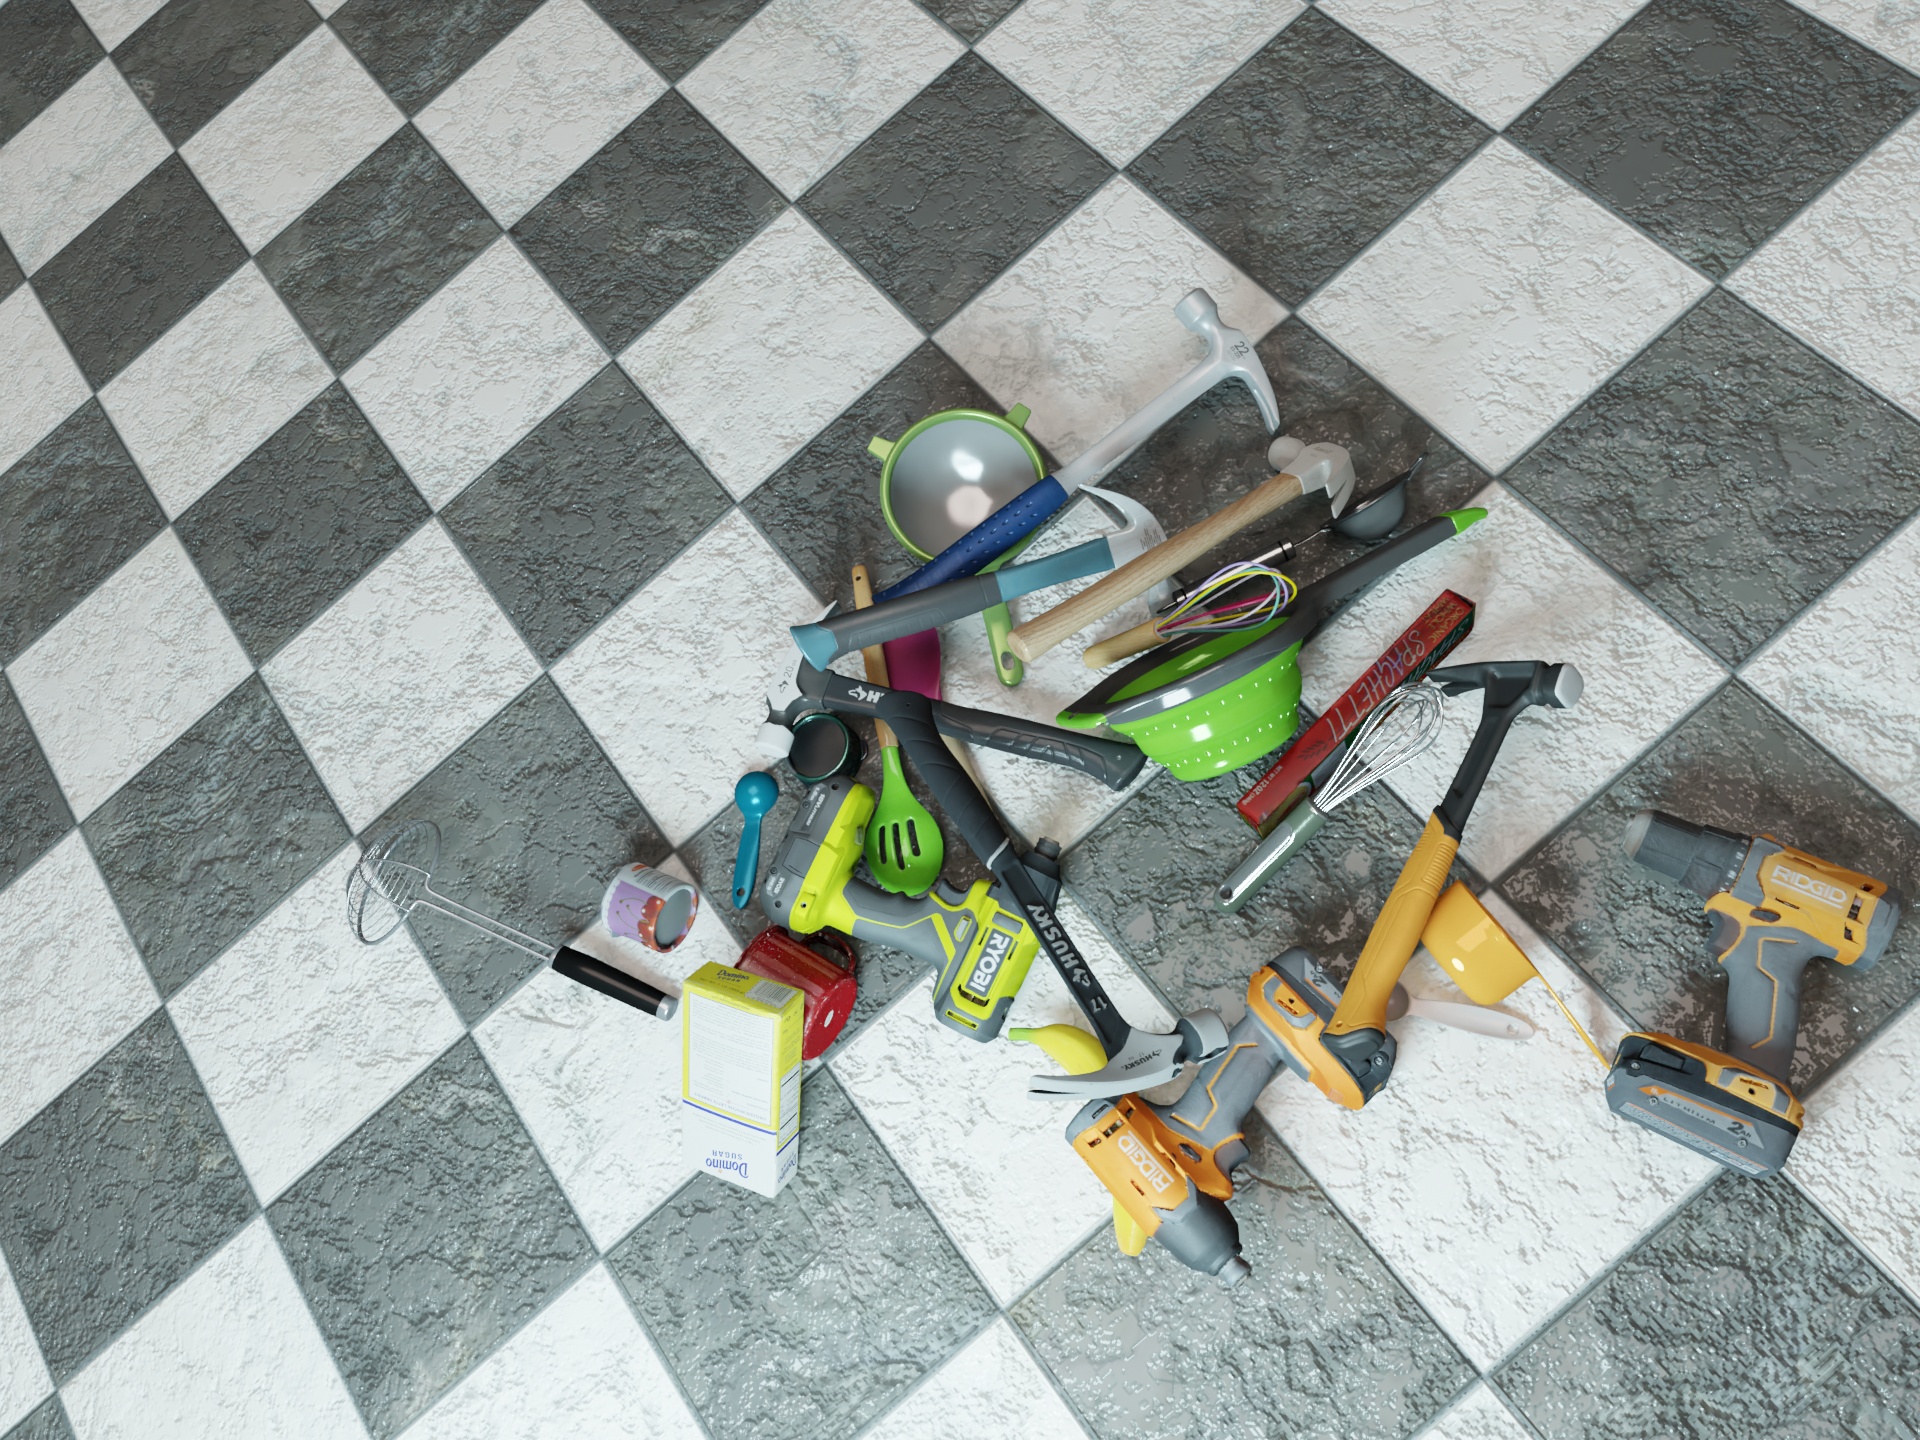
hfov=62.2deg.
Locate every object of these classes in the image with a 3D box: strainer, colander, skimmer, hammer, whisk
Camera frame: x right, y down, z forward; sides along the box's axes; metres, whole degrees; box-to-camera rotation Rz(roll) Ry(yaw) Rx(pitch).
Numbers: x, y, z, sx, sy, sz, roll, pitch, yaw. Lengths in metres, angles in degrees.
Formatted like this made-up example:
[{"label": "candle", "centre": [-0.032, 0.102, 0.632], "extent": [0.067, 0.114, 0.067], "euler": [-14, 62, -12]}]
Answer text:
[{"label": "strainer", "centre": [0.283, -0.146, 1.338], "extent": [0.258, 0.087, 0.050], "euler": [-26, 95, 7]}, {"label": "colander", "centre": [0.275, -0.052, 1.290], "extent": [0.397, 0.204, 0.094], "euler": [-28, 98, -11]}, {"label": "skimmer", "centre": [-0.411, 0.197, 1.459], "extent": [0.363, 0.090, 0.127], "euler": [22, 75, 14]}, {"label": "hammer", "centre": [0.345, 0.097, 1.180], "extent": [0.127, 0.034, 0.337], "euler": [1, 55, 56]}, {"label": "hammer", "centre": [-0.002, -0.004, 1.372], "extent": [0.335, 0.035, 0.146], "euler": [14, 71, 14]}, {"label": "hammer", "centre": [0.184, -0.140, 1.307], "extent": [0.331, 0.031, 0.130], "euler": [-31, 27, -12]}, {"label": "whisk", "centre": [0.283, 0.063, 1.237], "extent": [0.246, 0.059, 0.058], "euler": [-49, 45, 19]}, {"label": "hammer", "centre": [0.034, 0.120, 1.229], "extent": [0.149, 0.036, 0.409], "euler": [-18, 51, -21]}, {"label": "strainer", "centre": [0.016, -0.152, 1.440], "extent": [0.151, 0.069, 0.256], "euler": [-14, 83, -2]}, {"label": "whisk", "centre": [0.181, -0.077, 1.290], "extent": [0.245, 0.047, 0.051], "euler": [-22, 77, 55]}, {"label": "hammer", "centre": [0.019, -0.108, 1.351], "extent": [0.331, 0.033, 0.128], "euler": [-18, 101, -5]}, {"label": "hammer", "centre": [0.099, -0.208, 1.394], "extent": [0.405, 0.035, 0.144], "euler": [-38, 83, -5]}]

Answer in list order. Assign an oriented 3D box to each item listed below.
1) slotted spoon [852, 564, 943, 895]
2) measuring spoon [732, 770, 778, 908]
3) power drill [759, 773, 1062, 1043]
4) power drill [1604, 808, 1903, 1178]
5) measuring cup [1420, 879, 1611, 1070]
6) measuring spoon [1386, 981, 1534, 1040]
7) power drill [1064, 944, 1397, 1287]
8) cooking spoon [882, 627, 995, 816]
[{"label": "slotted spoon", "centre": [-0.069, 0.002, 1.412], "extent": [0.070, 0.031, 0.314], "euler": [-16, 68, 14]}, {"label": "measuring spoon", "centre": [-0.192, 0.104, 1.424], "extent": [0.042, 0.021, 0.129], "euler": [-1, 69, 18]}, {"label": "power drill", "centre": [-0.036, 0.139, 1.308], "extent": [0.223, 0.080, 0.171], "euler": [25, 86, 12]}, {"label": "power drill", "centre": [0.531, 0.181, 1.122], "extent": [0.185, 0.084, 0.226], "euler": [25, 75, 20]}, {"label": "measuring cup", "centre": [0.404, 0.200, 1.170], "extent": [0.052, 0.095, 0.174], "euler": [-39, 83, 12]}, {"label": "measuring spoon", "centre": [0.368, 0.223, 1.202], "extent": [0.124, 0.018, 0.034], "euler": [11, 73, 15]}, {"label": "power drill", "centre": [0.212, 0.292, 1.168], "extent": [0.226, 0.084, 0.164], "euler": [-38, 63, -11]}, {"label": "cooking spoon", "centre": [-0.007, 0.024, 1.396], "extent": [0.069, 0.017, 0.319], "euler": [-34, 63, 18]}]
